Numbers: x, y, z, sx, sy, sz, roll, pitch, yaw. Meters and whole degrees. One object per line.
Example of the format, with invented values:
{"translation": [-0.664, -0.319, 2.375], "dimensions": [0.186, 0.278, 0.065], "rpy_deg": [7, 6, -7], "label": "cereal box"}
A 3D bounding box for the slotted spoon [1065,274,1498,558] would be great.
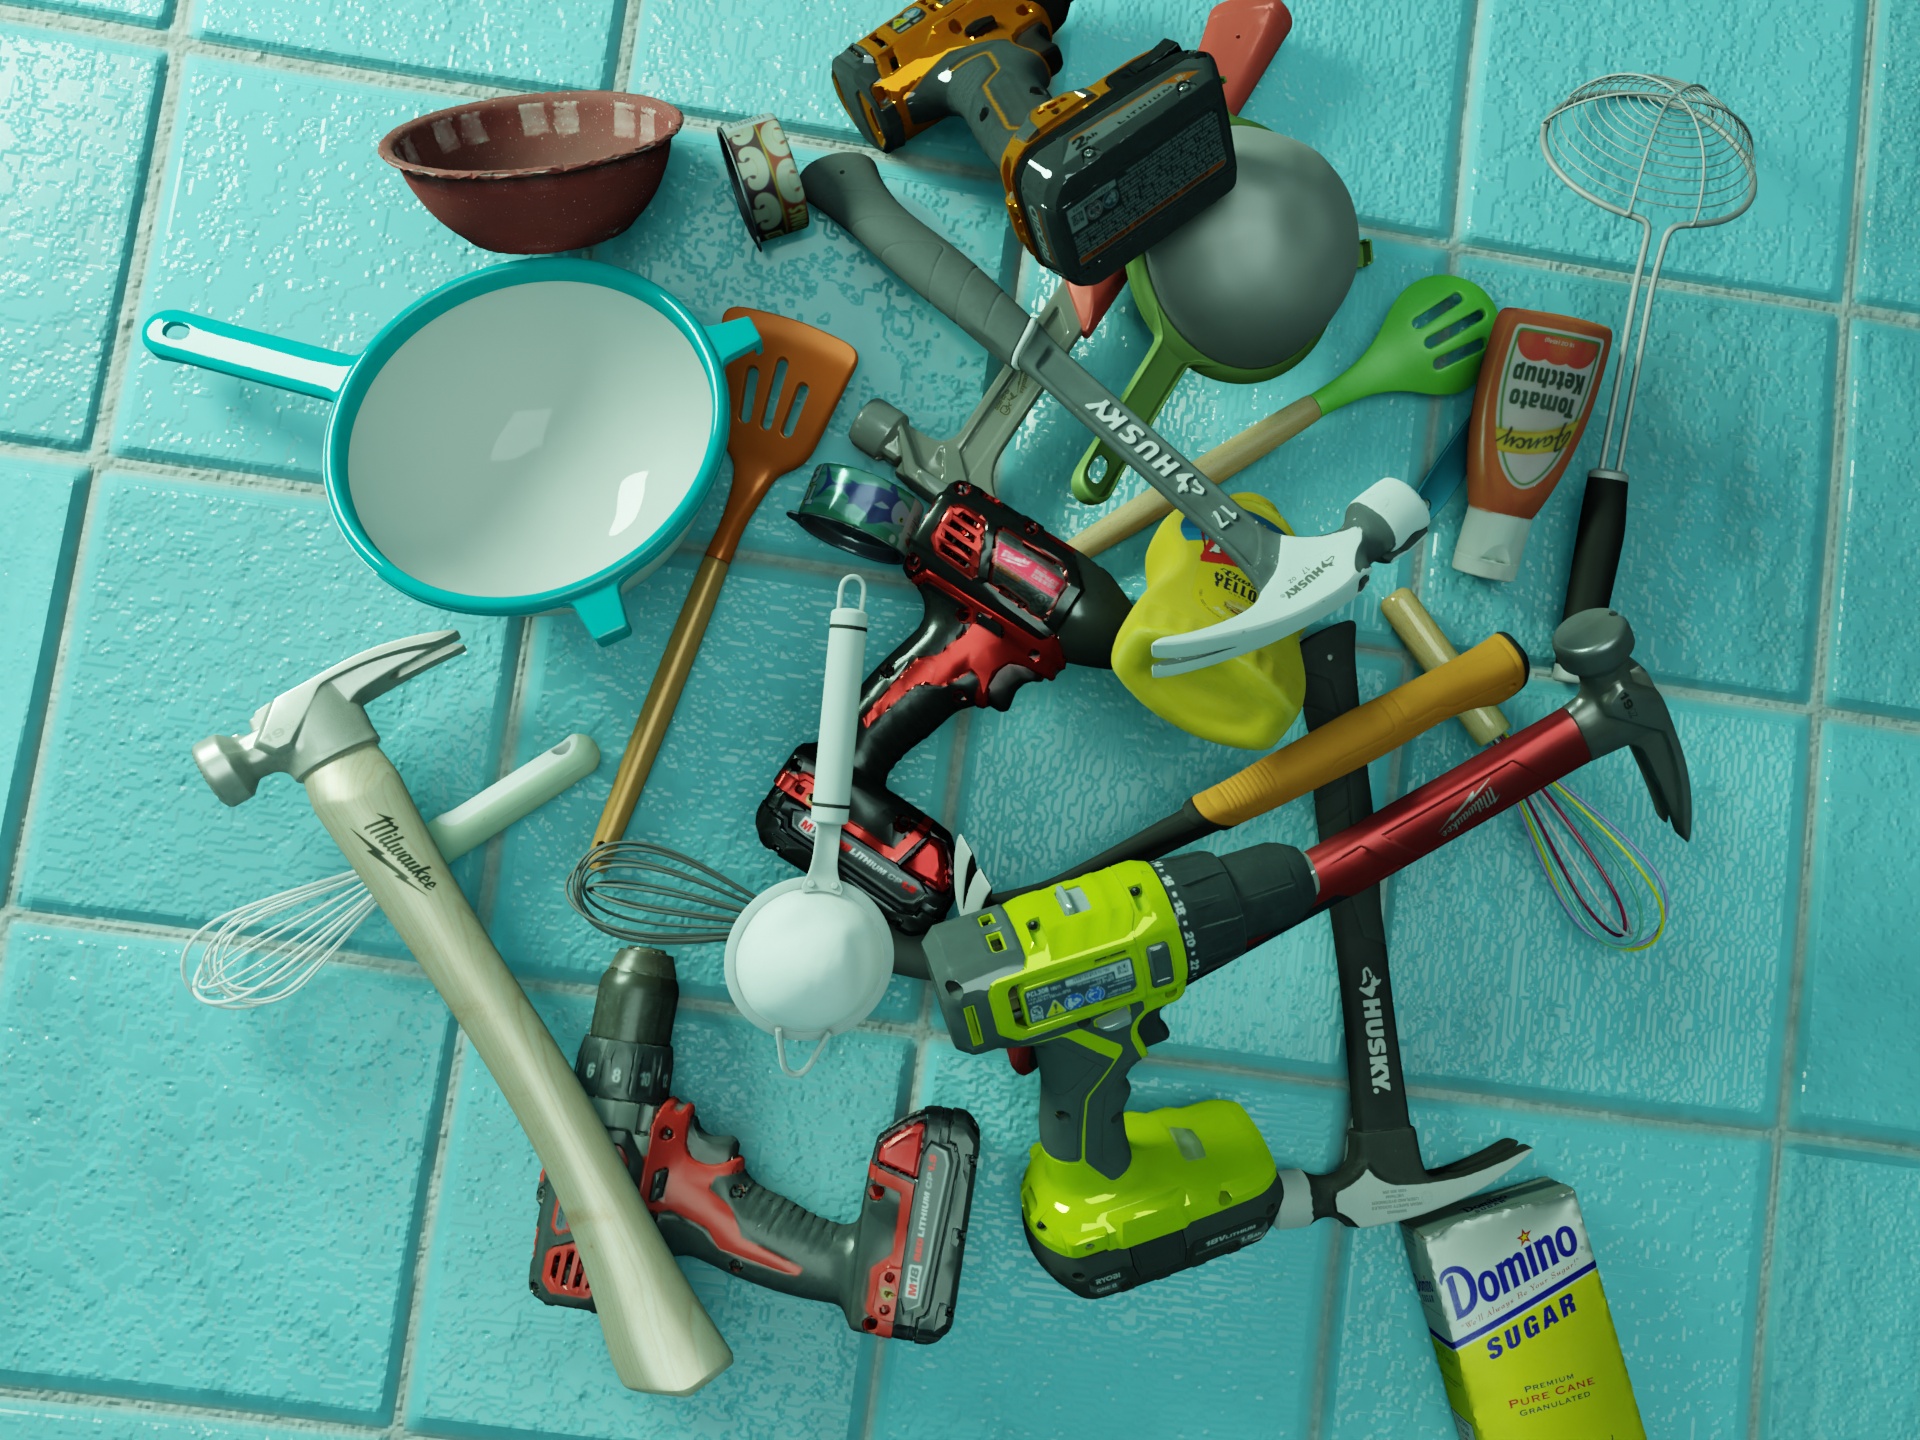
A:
{"translation": [0.185, -0.167, 0.924], "dimensions": [0.314, 0.031, 0.070], "rpy_deg": [-31, 96, -5], "label": "slotted spoon"}

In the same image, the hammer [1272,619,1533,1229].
{"translation": [0.229, 0.110, 0.896], "dimensions": [0.146, 0.035, 0.335], "rpy_deg": [-5, 85, -4], "label": "hammer"}

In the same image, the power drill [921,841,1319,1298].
{"translation": [0.095, 0.169, 0.802], "dimensions": [0.190, 0.080, 0.228], "rpy_deg": [-17, 120, -6], "label": "power drill"}

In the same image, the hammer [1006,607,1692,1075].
{"translation": [0.199, 0.094, 0.847], "dimensions": [0.386, 0.038, 0.143], "rpy_deg": [-30, 117, 5], "label": "hammer"}

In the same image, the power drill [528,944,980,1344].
{"translation": [-0.105, 0.226, 0.843], "dimensions": [0.226, 0.080, 0.188], "rpy_deg": [9, 79, 1], "label": "power drill"}

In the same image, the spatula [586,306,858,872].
{"translation": [-0.146, -0.069, 0.884], "dimensions": [0.081, 0.041, 0.322], "rpy_deg": [20, 85, 4], "label": "spatula"}

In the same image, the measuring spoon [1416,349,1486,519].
{"translation": [0.296, -0.169, 0.930], "dimensions": [0.042, 0.021, 0.128], "rpy_deg": [29, 100, -19], "label": "measuring spoon"}

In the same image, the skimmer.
{"translation": [0.384, -0.202, 0.939], "dimensions": [0.127, 0.090, 0.363], "rpy_deg": [9, 94, 0], "label": "skimmer"}

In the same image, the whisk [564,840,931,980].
{"translation": [-0.095, 0.110, 0.867], "dimensions": [0.239, 0.055, 0.055], "rpy_deg": [14, 84, -10], "label": "whisk"}

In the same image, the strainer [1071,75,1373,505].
{"translation": [0.142, -0.223, 0.867], "dimensions": [0.151, 0.069, 0.256], "rpy_deg": [39, 73, -24], "label": "strainer"}

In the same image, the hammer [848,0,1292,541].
{"translation": [0.094, -0.265, 0.916], "dimensions": [0.149, 0.036, 0.359], "rpy_deg": [33, 83, 7], "label": "hammer"}

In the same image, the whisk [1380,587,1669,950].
{"translation": [0.315, 0.029, 0.908], "dimensions": [0.051, 0.047, 0.245], "rpy_deg": [-32, 83, -18], "label": "whisk"}

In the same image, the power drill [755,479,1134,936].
{"translation": [-0.001, -0.003, 0.852], "dimensions": [0.143, 0.078, 0.219], "rpy_deg": [32, 93, -1], "label": "power drill"}

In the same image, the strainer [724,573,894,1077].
{"translation": [-0.067, 0.055, 0.797], "dimensions": [0.087, 0.050, 0.258], "rpy_deg": [6, 88, -15], "label": "strainer"}

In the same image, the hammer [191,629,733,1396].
{"translation": [-0.226, 0.146, 0.807], "dimensions": [0.146, 0.038, 0.411], "rpy_deg": [-31, 79, -15], "label": "hammer"}

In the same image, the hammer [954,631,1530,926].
{"translation": [0.153, 0.034, 0.838], "dimensions": [0.337, 0.127, 0.034], "rpy_deg": [-26, 57, -8], "label": "hammer"}

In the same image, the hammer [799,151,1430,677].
{"translation": [0.042, -0.181, 0.829], "dimensions": [0.149, 0.036, 0.409], "rpy_deg": [-37, 63, -13], "label": "hammer"}

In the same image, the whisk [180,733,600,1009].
{"translation": [-0.303, 0.078, 0.858], "dimensions": [0.246, 0.058, 0.059], "rpy_deg": [-33, 122, -10], "label": "whisk"}

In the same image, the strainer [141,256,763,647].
{"translation": [-0.279, -0.152, 0.864], "dimensions": [0.340, 0.095, 0.211], "rpy_deg": [16, 71, 12], "label": "strainer"}

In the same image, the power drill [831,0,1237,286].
{"translation": [0.049, -0.344, 0.863], "dimensions": [0.164, 0.084, 0.227], "rpy_deg": [-36, 53, -6], "label": "power drill"}
